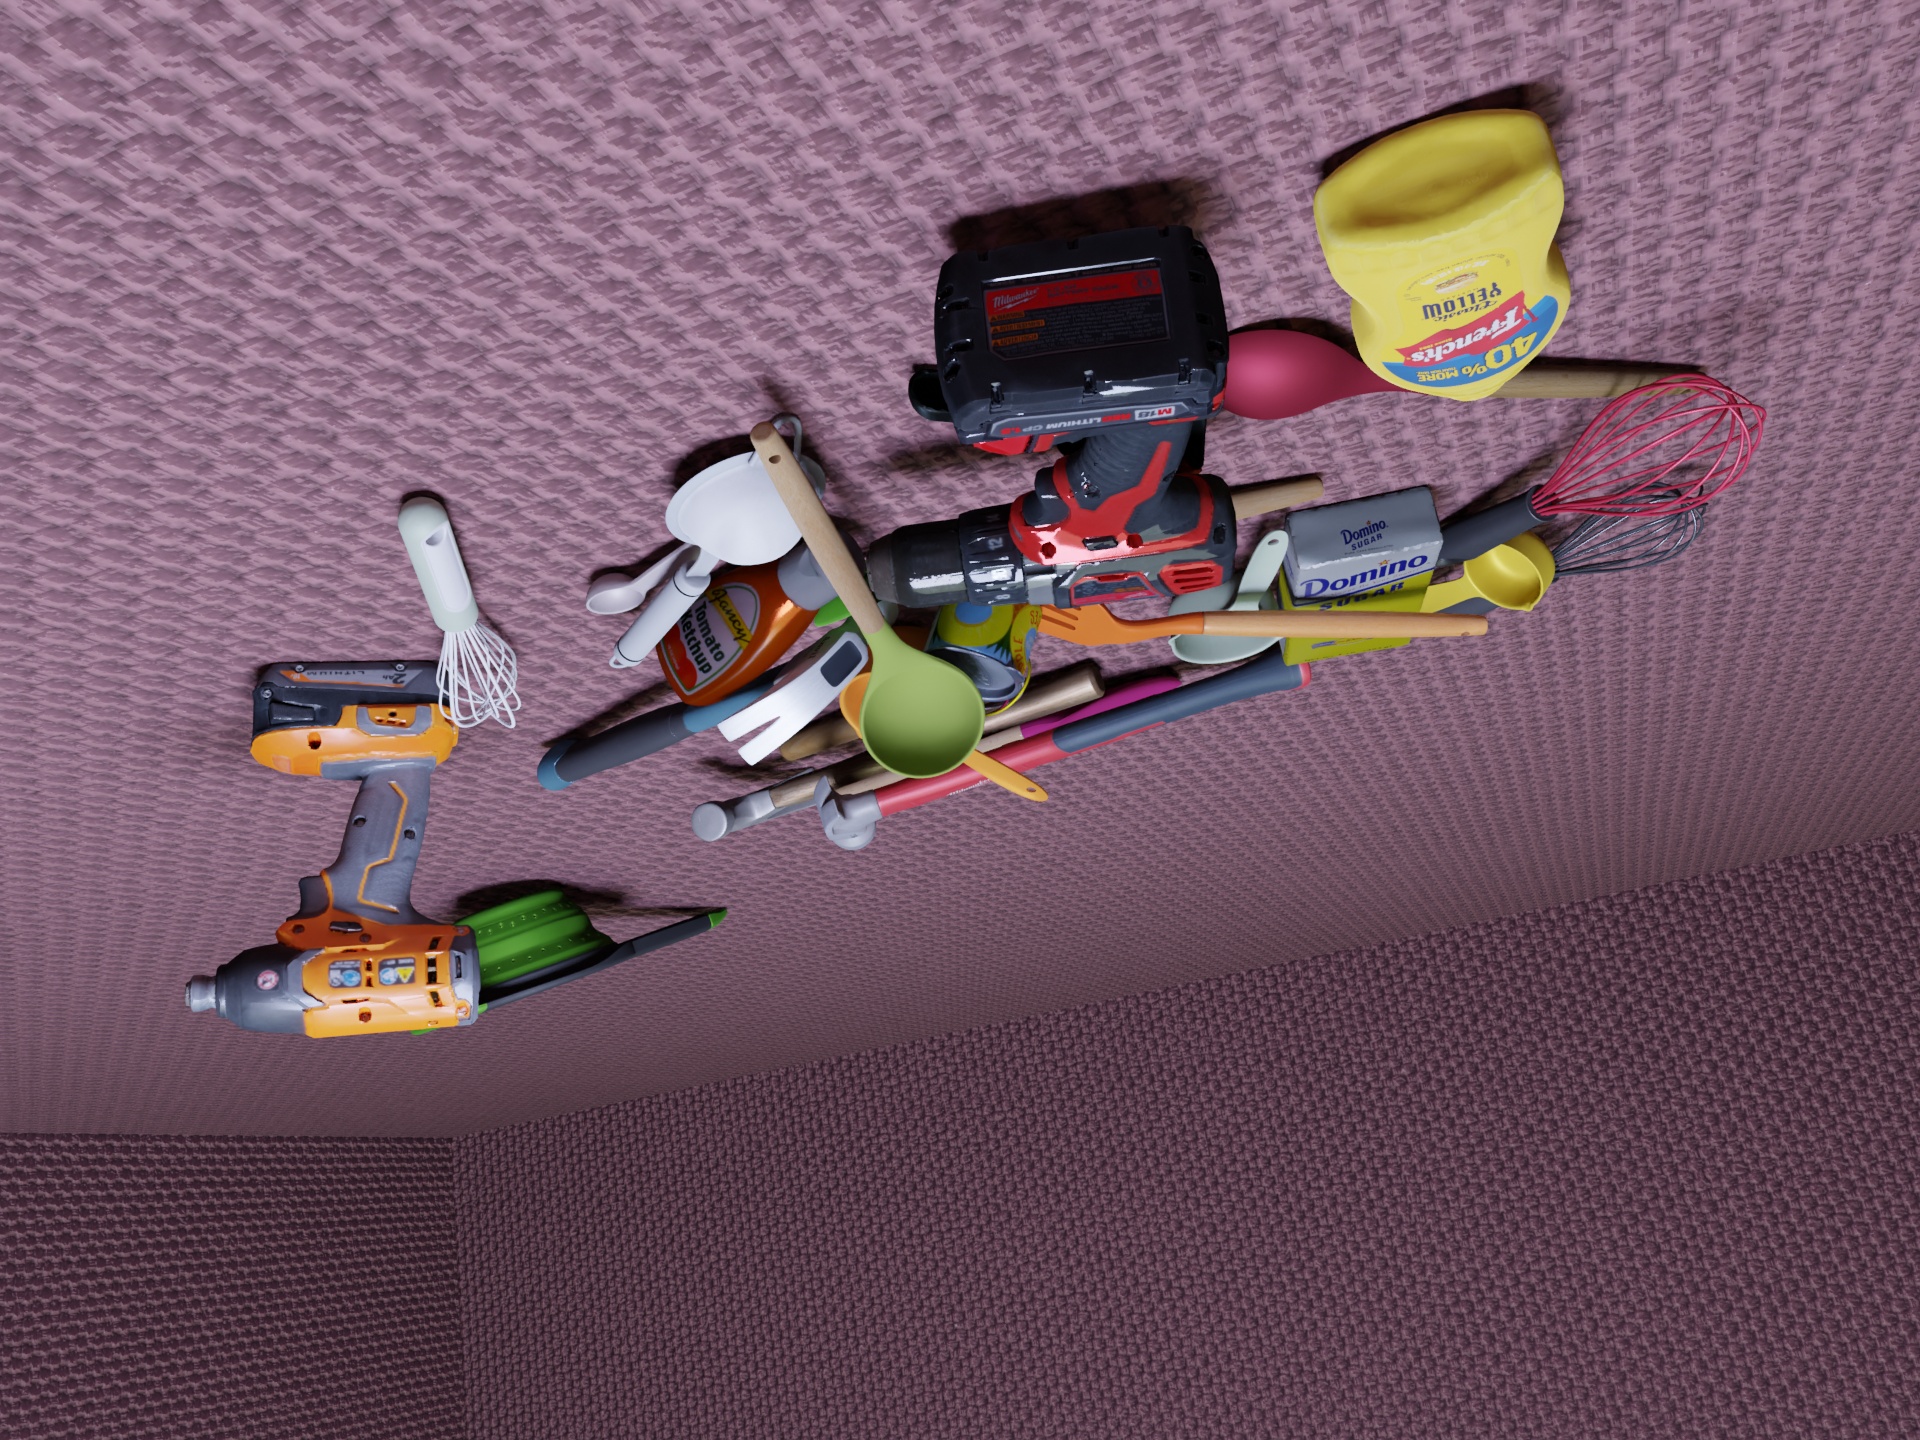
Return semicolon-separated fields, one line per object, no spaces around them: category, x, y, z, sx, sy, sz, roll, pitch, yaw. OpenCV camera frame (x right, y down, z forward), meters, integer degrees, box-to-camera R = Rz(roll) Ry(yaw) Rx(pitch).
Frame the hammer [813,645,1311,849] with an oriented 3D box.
hammer;0.079;0.012;1.188;0.386;0.038;0.143;-19;167;-3

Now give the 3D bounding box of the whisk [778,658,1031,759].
whisk;-0.046;-0.005;1.173;0.245;0.047;0.051;-18;178;37

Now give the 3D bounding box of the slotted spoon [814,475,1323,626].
slotted spoon;0.062;-0.106;0.950;0.314;0.031;0.070;-13;-165;0

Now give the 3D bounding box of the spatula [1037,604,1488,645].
spatula;0.178;-0.071;1.019;0.322;0.041;0.081;0;155;-4

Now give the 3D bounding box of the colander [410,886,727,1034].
colander;-0.385;0.211;1.616;0.204;0.094;0.397;-22;176;32

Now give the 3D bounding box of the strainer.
strainer;-0.144;-0.081;0.882;0.086;0.050;0.258;-4;160;-35

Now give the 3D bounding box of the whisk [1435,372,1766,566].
whisk;0.356;-0.133;0.937;0.073;0.073;0.296;-4;172;-16

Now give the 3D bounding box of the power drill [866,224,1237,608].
power drill;0.037;-0.118;0.739;0.188;0.080;0.226;-6;157;4

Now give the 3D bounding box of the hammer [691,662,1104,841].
hammer;-0.043;0.024;1.244;0.331;0.031;0.130;-21;178;17

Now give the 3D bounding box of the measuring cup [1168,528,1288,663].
measuring cup;0.184;-0.092;1.049;0.083;0.038;0.167;-3;154;-8

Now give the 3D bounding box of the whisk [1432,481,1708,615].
whisk;0.405;-0.108;1.095;0.055;0.055;0.239;3;163;-33

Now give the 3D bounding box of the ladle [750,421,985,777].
ladle;-0.052;-0.057;0.873;0.078;0.062;0.319;-22;151;3

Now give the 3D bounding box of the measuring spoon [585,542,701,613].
measuring spoon;-0.167;-0.095;0.909;0.124;0.018;0.034;-27;160;26

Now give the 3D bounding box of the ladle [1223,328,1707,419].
ladle;0.270;-0.180;0.842;0.315;0.031;0.069;-4;161;-20

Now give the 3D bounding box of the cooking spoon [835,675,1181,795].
cooking spoon;0.028;0.017;1.296;0.319;0.017;0.068;-20;164;18

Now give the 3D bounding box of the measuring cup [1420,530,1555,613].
measuring cup;0.351;-0.098;1.111;0.029;0.062;0.156;-46;-169;-22

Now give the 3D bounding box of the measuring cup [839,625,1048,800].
measuring cup;-0.002;-0.004;1.097;0.173;0.052;0.095;32;140;-26

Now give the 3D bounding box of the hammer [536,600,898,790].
hammer;-0.183;-0.001;1.069;0.331;0.128;0.033;-17;118;43

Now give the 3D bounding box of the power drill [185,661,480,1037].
power drill;-0.386;0.081;0.979;0.164;0.227;0.084;-2;160;-21

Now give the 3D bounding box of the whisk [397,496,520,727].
whisk;-0.287;-0.056;0.910;0.058;0.059;0.246;-44;168;-22
